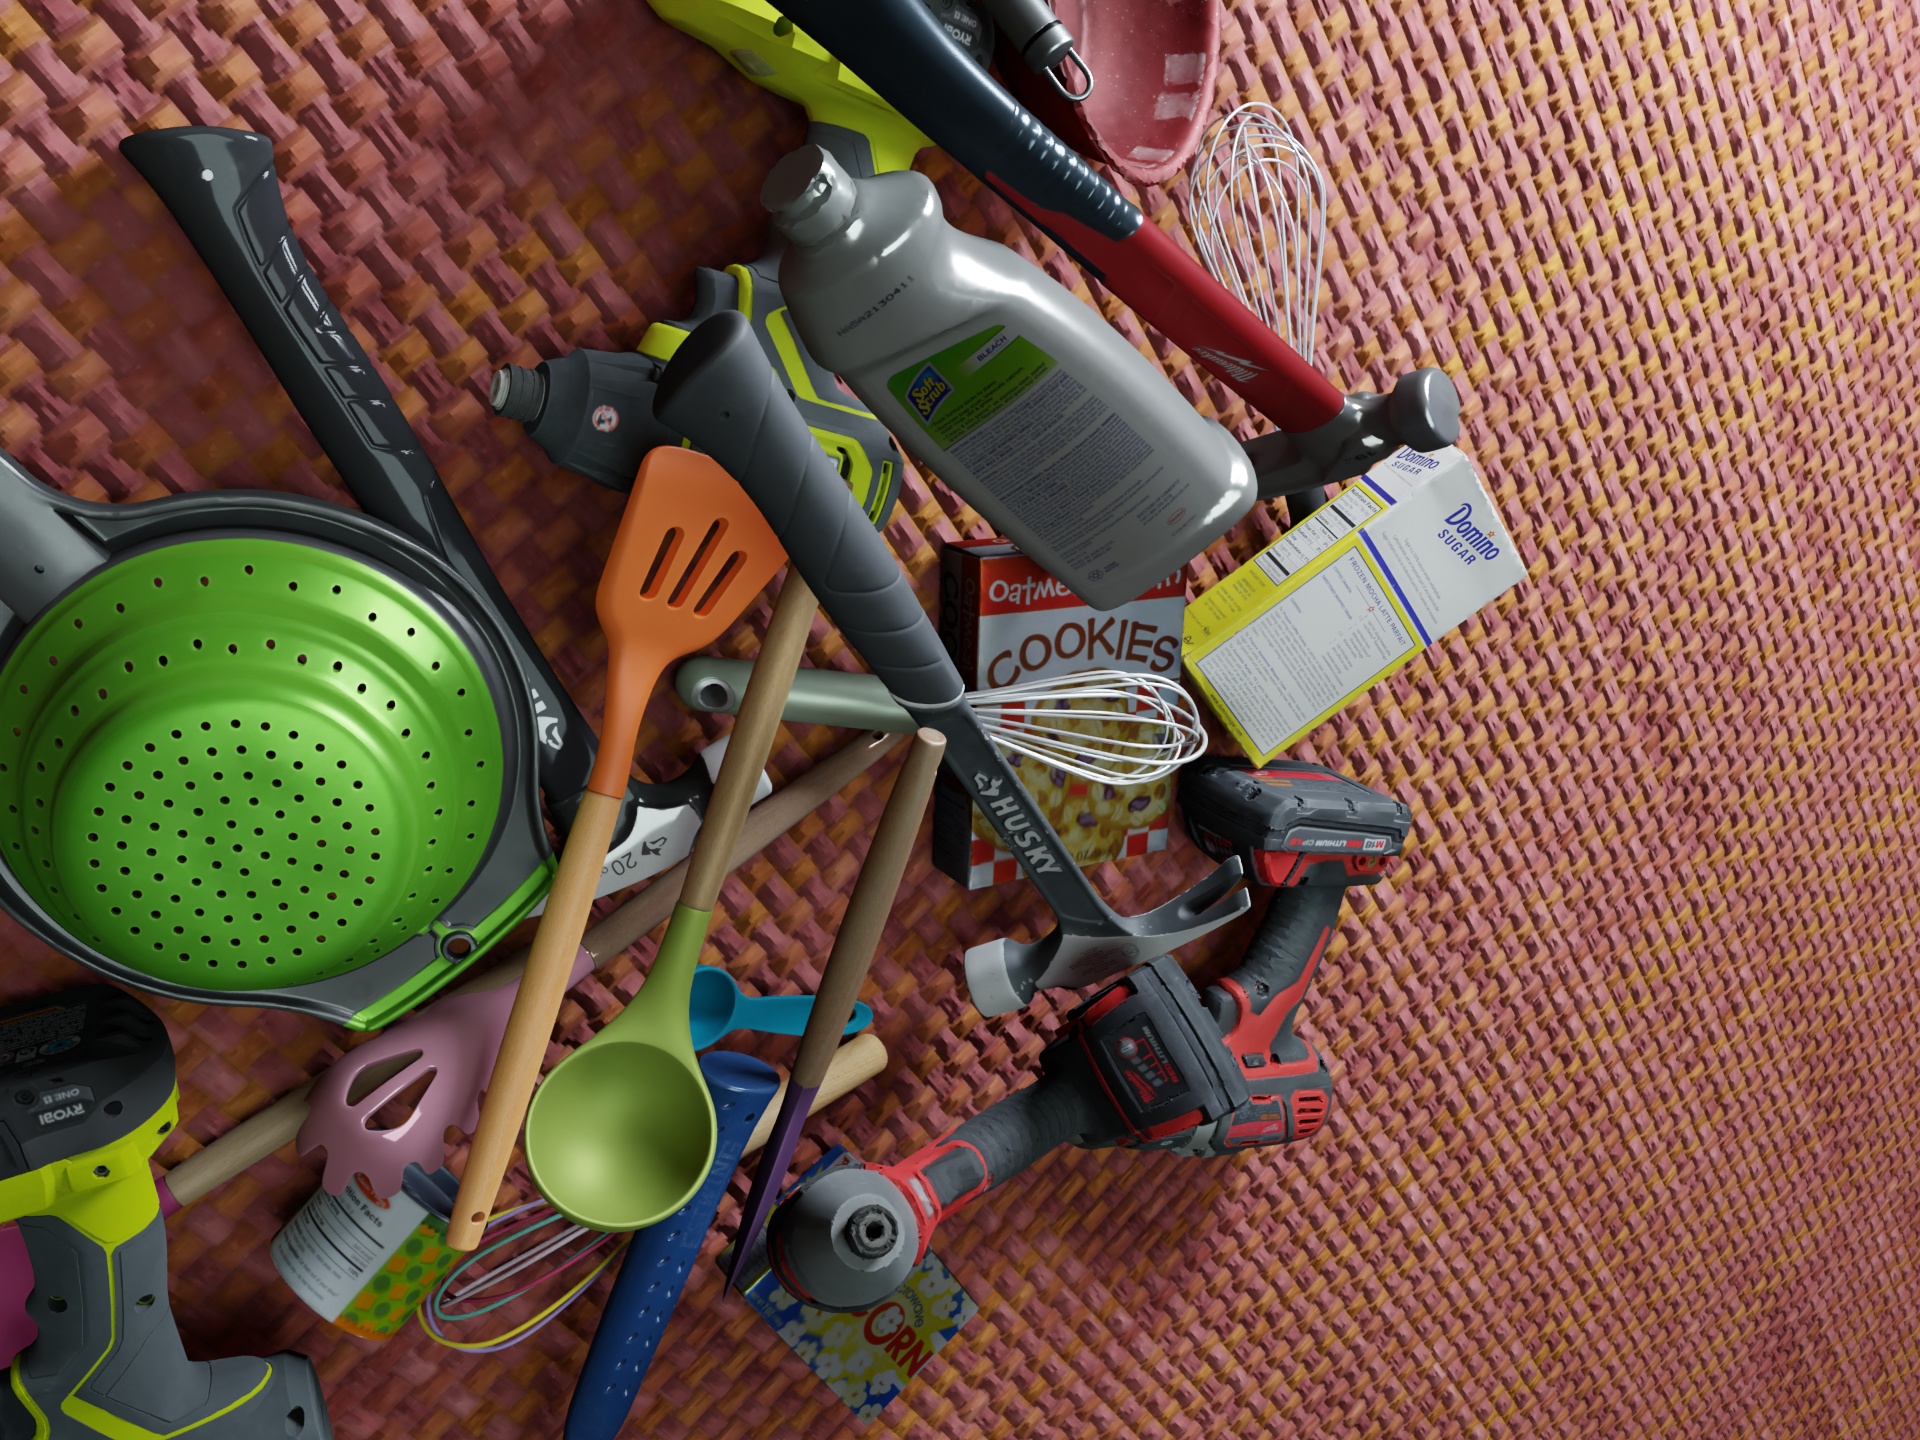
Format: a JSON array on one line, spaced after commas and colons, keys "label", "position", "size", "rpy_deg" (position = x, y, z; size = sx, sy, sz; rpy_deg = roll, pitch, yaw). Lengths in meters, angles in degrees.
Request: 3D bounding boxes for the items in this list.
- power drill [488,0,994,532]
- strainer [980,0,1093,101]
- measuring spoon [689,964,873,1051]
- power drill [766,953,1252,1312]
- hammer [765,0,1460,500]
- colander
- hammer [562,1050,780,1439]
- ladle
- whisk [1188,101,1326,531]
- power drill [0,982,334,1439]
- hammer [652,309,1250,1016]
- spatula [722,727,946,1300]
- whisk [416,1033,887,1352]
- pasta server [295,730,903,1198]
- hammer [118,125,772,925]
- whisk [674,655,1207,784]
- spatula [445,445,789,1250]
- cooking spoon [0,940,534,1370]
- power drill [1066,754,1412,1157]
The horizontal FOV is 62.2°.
[{"label": "power drill", "position": [-0.084, -0.193, 0.640], "size": [0.171, 0.080, 0.223], "rpy_deg": [10, 102, -34]}, {"label": "strainer", "position": [-0.033, -0.336, 0.601], "size": [0.087, 0.050, 0.258], "rpy_deg": [-38, 90, -11]}, {"label": "measuring spoon", "position": [-0.096, 0.139, 0.770], "size": [0.128, 0.021, 0.042], "rpy_deg": [14, 96, -43]}, {"label": "power drill", "position": [0.016, 0.198, 0.735], "size": [0.219, 0.143, 0.078], "rpy_deg": [-26, 78, -20]}, {"label": "hammer", "position": [0.053, -0.191, 0.657], "size": [0.386, 0.143, 0.038], "rpy_deg": [26, 64, -42]}, {"label": "colander", "position": [-0.295, -0.031, 0.523], "size": [0.204, 0.095, 0.396], "rpy_deg": [-40, 116, -3]}, {"label": "hammer", "position": [-0.178, 0.338, 0.724], "size": [0.144, 0.035, 0.405], "rpy_deg": [13, 103, -48]}, {"label": "ladle", "position": [-0.099, 0.053, 0.647], "size": [0.078, 0.062, 0.320], "rpy_deg": [18, 93, -12]}, {"label": "whisk", "position": [0.168, -0.171, 0.816], "size": [0.070, 0.070, 0.284], "rpy_deg": [-31, 124, -21]}, {"label": "power drill", "position": [-0.351, 0.229, 0.580], "size": [0.190, 0.080, 0.228], "rpy_deg": [-15, 110, -21]}, {"label": "hammer", "position": [-0.001, -0.002, 0.655], "size": [0.149, 0.036, 0.408], "rpy_deg": [-20, 136, 14]}, {"label": "spatula", "position": [-0.061, 0.139, 0.697], "size": [0.018, 0.060, 0.315], "rpy_deg": [20, 116, -1]}, {"label": "whisk", "position": [-0.139, 0.211, 0.749], "size": [0.245, 0.047, 0.051], "rpy_deg": [-27, 129, -27]}, {"label": "pasta server", "position": [-0.143, 0.089, 0.693], "size": [0.316, 0.040, 0.060], "rpy_deg": [-37, 78, -30]}, {"label": "hammer", "position": [-0.210, -0.067, 0.615], "size": [0.146, 0.035, 0.334], "rpy_deg": [-31, 116, -10]}, {"label": "whisk", "position": [-0.005, -0.005, 0.723], "size": [0.246, 0.059, 0.057], "rpy_deg": [6, 122, -10]}, {"label": "spatula", "position": [-0.143, 0.054, 0.621], "size": [0.081, 0.041, 0.322], "rpy_deg": [18, 88, -42]}, {"label": "cooking spoon", "position": [-0.297, 0.177, 0.651], "size": [0.319, 0.017, 0.068], "rpy_deg": [-33, 113, -19]}, {"label": "power drill", "position": [0.144, 0.138, 0.882], "size": [0.187, 0.080, 0.226], "rpy_deg": [4, 105, -32]}]
